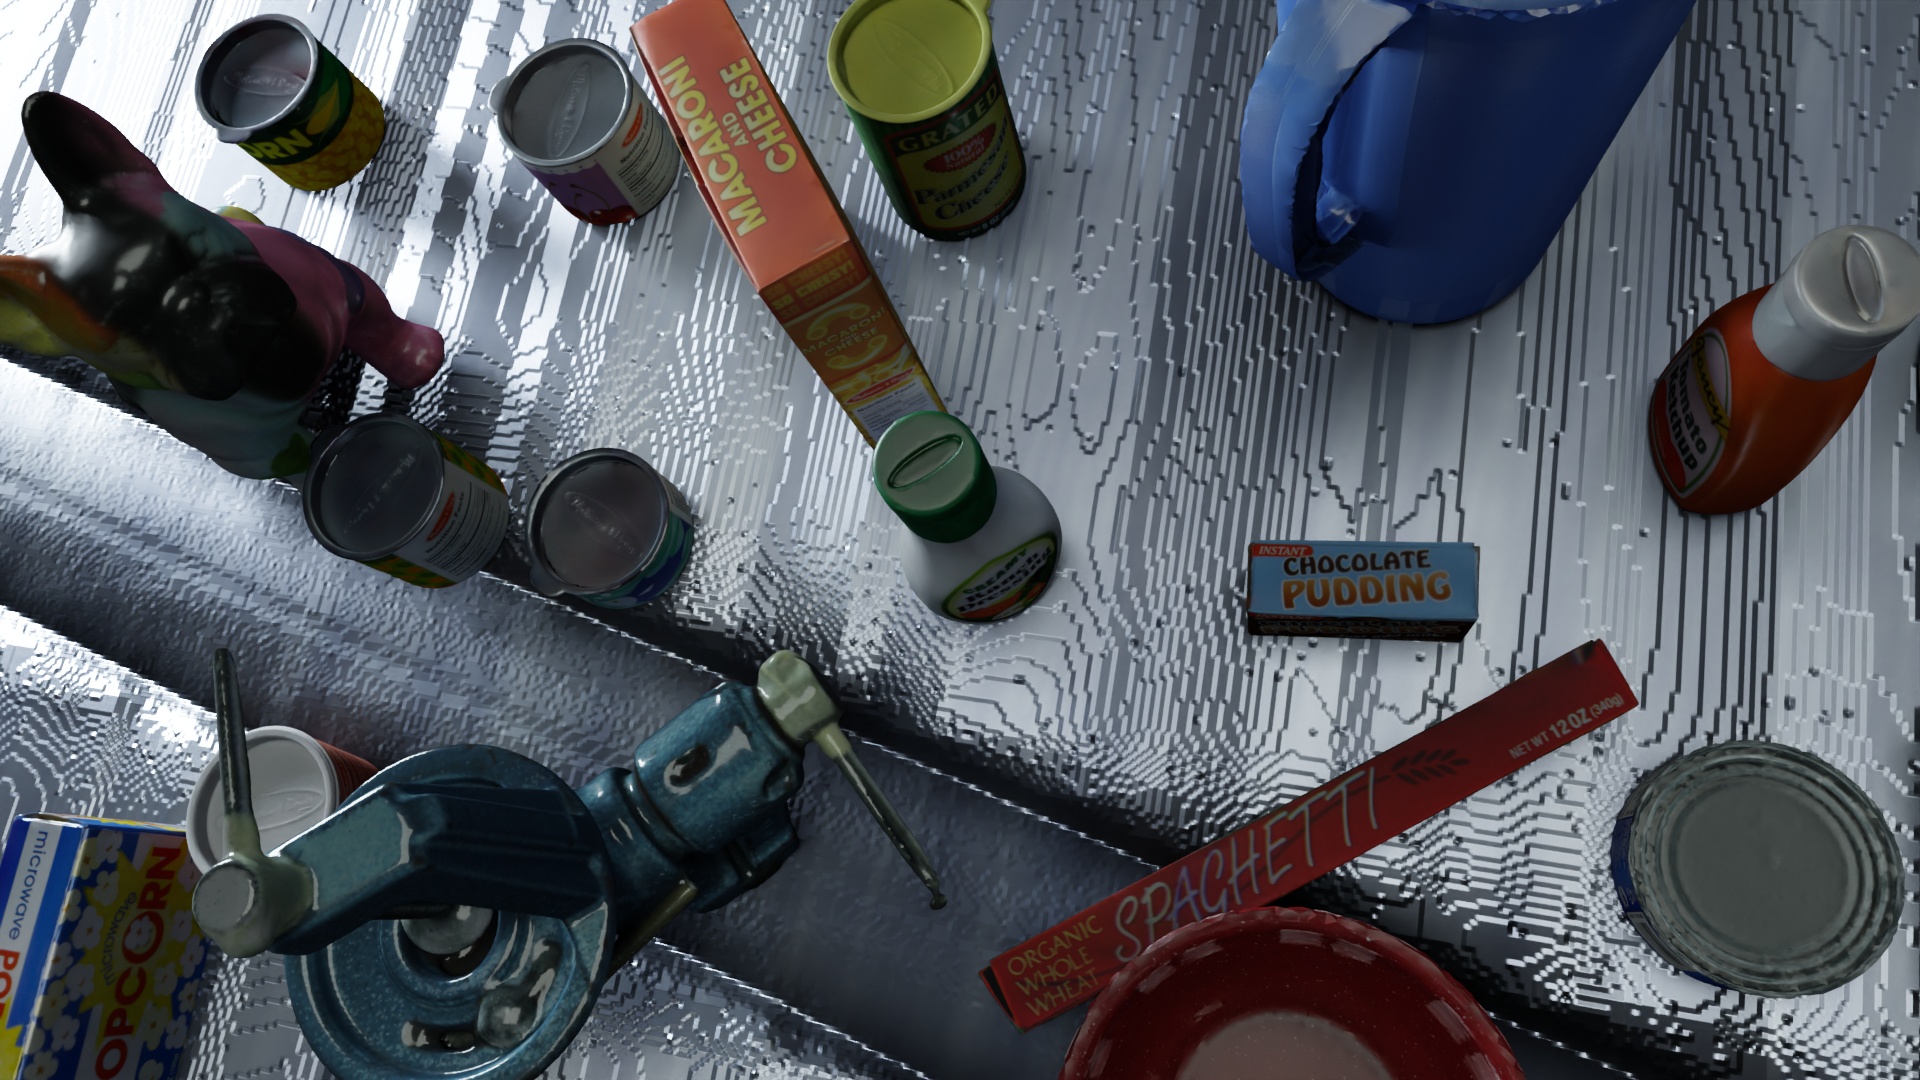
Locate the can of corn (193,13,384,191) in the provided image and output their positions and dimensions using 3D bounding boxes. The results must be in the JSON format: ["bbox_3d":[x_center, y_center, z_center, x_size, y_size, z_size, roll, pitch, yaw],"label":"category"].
[{"bbox_3d":[-0.332,-0.214,0.690,0.071,0.058,0.071,-3,74,11],"label":"can of corn"}]

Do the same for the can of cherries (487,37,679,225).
[{"bbox_3d":[-0.175,-0.191,0.652,0.071,0.058,0.071,-3,74,11],"label":"can of cherries"}]

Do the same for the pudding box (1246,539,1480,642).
[{"bbox_3d":[0.152,0.019,0.530,0.084,0.049,0.030,1,75,12],"label":"pudding box"}]

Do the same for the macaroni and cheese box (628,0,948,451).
[{"bbox_3d":[-0.063,-0.118,0.551,0.040,0.166,0.124,-28,71,3],"label":"macaroni and cheese box"}]

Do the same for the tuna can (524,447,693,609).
[{"bbox_3d":[-0.154,-0.003,0.607,0.071,0.032,0.071,-3,74,11],"label":"tuna can"}]

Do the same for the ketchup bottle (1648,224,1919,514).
[{"bbox_3d":[0.279,-0.058,0.475,0.043,0.148,0.065,-5,74,10],"label":"ketchup bottle"}]

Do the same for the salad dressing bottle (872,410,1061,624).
[{"bbox_3d":[0.002,-0.006,0.516,0.064,0.147,0.044,-33,71,1],"label":"salad dressing bottle"}]

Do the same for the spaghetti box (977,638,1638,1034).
[{"bbox_3d":[0.125,0.110,0.509,0.250,0.050,0.029,-29,71,2],"label":"spaghetti box"}]

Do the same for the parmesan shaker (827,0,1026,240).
[{"bbox_3d":[-0.008,-0.181,0.592,0.071,0.103,0.071,-3,74,11],"label":"parmesan shaker"}]

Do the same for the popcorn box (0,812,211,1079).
[{"bbox_3d":[-0.355,0.179,0.567,0.038,0.085,0.127,4,75,13],"label":"popcorn box"}]

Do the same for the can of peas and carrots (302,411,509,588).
[{"bbox_3d":[-0.246,-0.018,0.616,0.071,0.058,0.071,-3,74,11],"label":"can of peas and carrots"}]

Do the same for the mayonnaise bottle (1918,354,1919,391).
[{"bbox_3d":[0.375,-0.083,0.463,0.041,0.148,0.065,10,77,14],"label":"mayonnaise bottle"}]

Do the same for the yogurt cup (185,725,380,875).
[{"bbox_3d":[-0.279,0.116,0.587,0.072,0.054,0.072,-3,74,11],"label":"yogurt cup"}]
